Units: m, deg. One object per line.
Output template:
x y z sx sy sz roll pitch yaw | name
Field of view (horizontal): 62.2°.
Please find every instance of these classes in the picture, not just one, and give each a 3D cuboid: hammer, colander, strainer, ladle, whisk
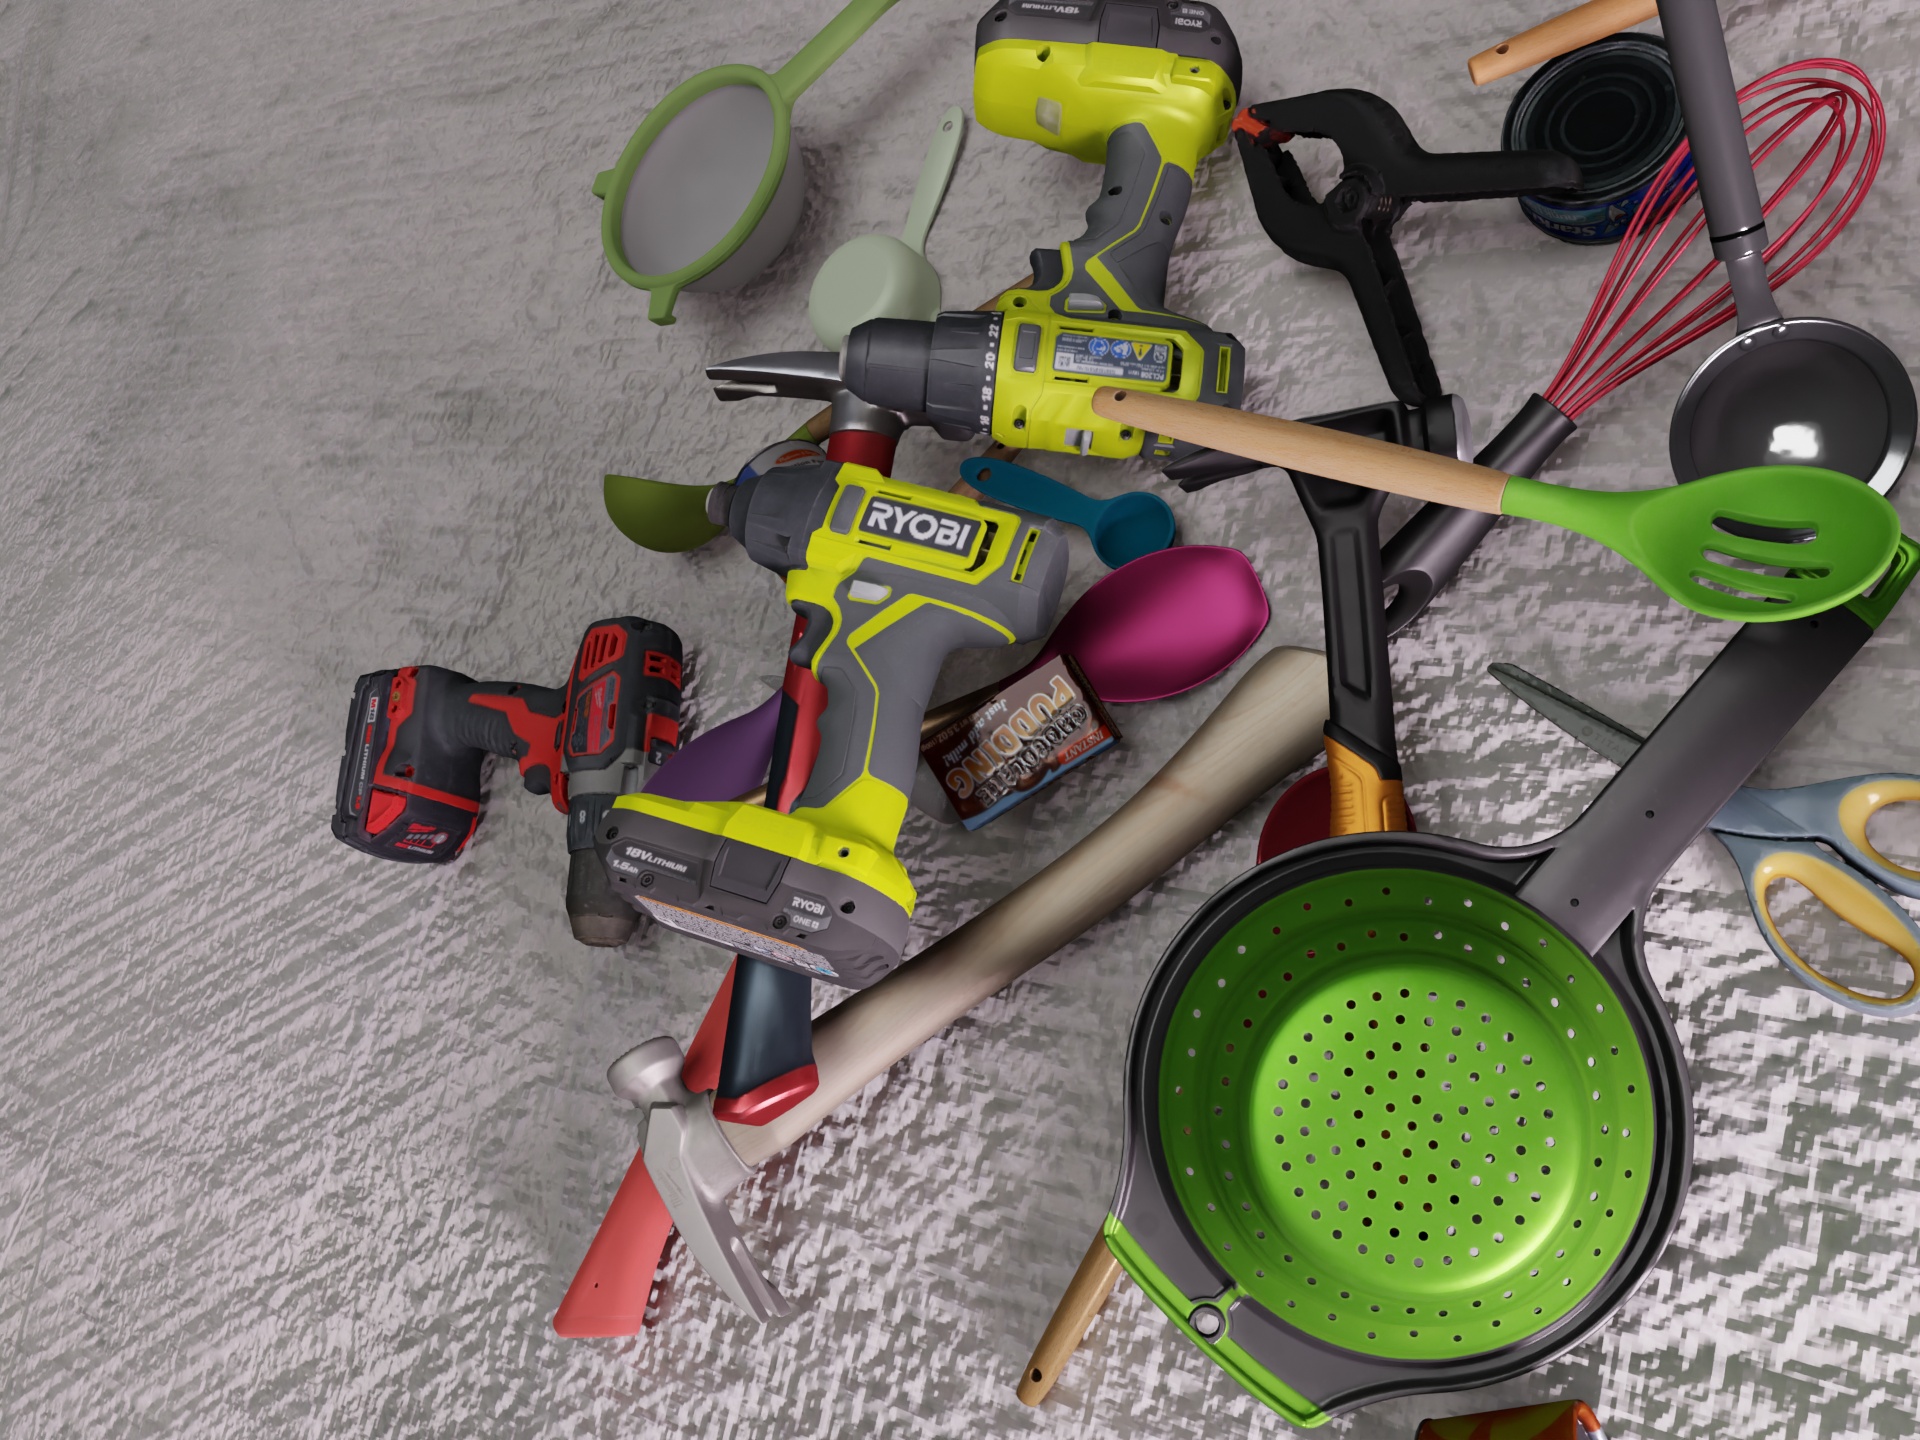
-0.125 0.156 0.835 0.149 0.036 0.359 27 90 37 | hammer
0.207 0.075 0.555 0.204 0.094 0.397 41 91 15 | colander
0.021 0.112 0.735 0.410 0.038 0.146 -38 71 12 | hammer
-0.108 -0.353 0.969 0.256 0.069 0.152 -39 55 17 | strainer
0.104 0.162 0.687 0.069 0.031 0.315 31 95 31 | ladle
-0.067 -0.187 0.898 0.320 0.078 0.062 -29 81 17 | ladle
-0.085 -0.004 0.769 0.143 0.038 0.386 5 71 9 | hammer
0.296 -0.173 0.599 0.087 0.050 0.258 -16 107 18 | strainer
0.262 -0.145 0.665 0.296 0.073 0.073 -50 55 16 | whisk
0.157 0.037 0.646 0.127 0.034 0.337 -8 77 25 | hammer

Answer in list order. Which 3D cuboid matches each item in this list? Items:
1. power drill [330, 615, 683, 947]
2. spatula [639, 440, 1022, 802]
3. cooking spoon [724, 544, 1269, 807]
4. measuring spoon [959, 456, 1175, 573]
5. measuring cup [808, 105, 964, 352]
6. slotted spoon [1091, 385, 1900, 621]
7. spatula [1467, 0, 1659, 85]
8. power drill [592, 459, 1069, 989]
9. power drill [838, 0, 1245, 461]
-0.264 0.042 0.943 0.227 0.080 0.188 -6 72 29 | power drill
-0.073 -0.035 0.837 0.316 0.018 0.060 -49 62 0 | spatula
-0.001 -0.003 0.783 0.319 0.017 0.069 -24 78 13 | cooking spoon
0.054 -0.106 0.803 0.129 0.021 0.042 26 84 30 | measuring spoon
-0.038 -0.285 0.918 0.083 0.038 0.167 18 87 36 | measuring cup
0.189 -0.096 0.621 0.314 0.031 0.070 20 68 29 | slotted spoon
0.368 -0.339 0.648 0.322 0.041 0.081 -19 65 16 | spatula
-0.065 -0.009 0.710 0.171 0.080 0.223 15 70 14 | power drill
0.048 -0.240 0.785 0.190 0.080 0.229 7 74 2 | power drill
